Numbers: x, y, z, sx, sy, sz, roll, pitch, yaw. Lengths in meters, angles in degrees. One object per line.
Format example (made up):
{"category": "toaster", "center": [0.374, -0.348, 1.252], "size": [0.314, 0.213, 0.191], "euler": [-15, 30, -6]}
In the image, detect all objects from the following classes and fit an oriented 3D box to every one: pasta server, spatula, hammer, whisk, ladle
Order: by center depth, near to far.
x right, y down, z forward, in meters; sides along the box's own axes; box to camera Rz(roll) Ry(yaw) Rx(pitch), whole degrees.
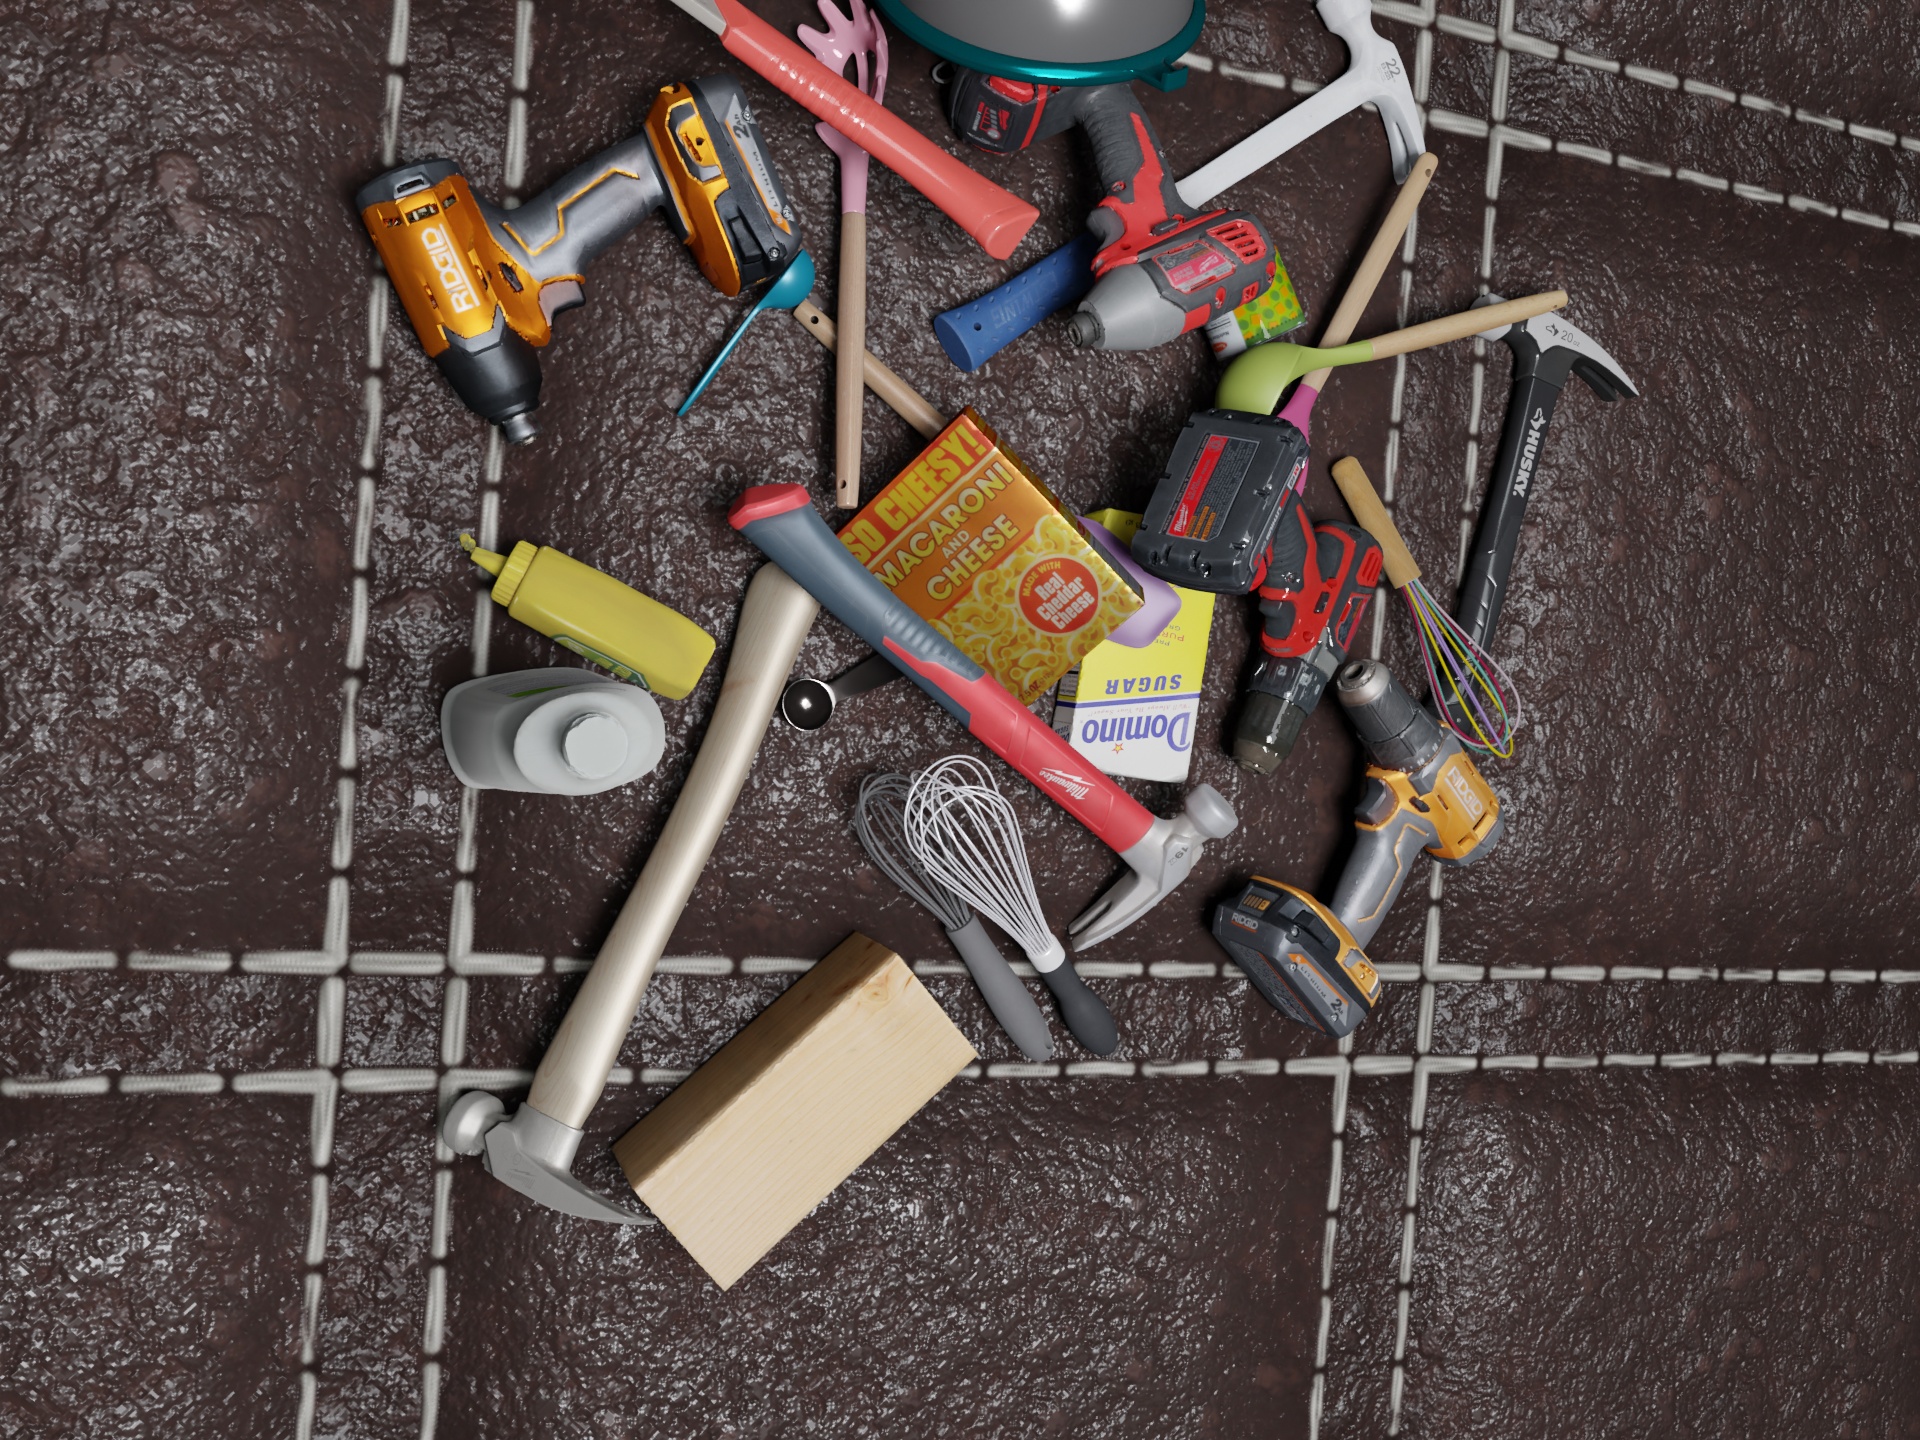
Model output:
{"category": "hammer", "center": [-0.108, -0.391, 0.929], "size": [0.359, 0.036, 0.149], "euler": [32, 37, -14]}
{"category": "hammer", "center": [-0.165, 0.090, 0.957], "size": [0.411, 0.146, 0.038], "euler": [-67, 151, -11]}
{"category": "pasta server", "center": [-0.071, -0.291, 0.993], "size": [0.040, 0.060, 0.316], "euler": [7, 83, -64]}
{"category": "hammer", "center": [-0.002, -0.003, 1.005], "size": [0.386, 0.038, 0.143], "euler": [40, 107, -21]}
{"category": "whisk", "center": [0.042, 0.129, 1.030], "size": [0.070, 0.070, 0.284], "euler": [-42, 125, -14]}
{"category": "spatula", "center": [0.014, -0.160, 1.032], "size": [0.316, 0.018, 0.060], "euler": [41, 95, -8]}
{"category": "whisk", "center": [0.000, 0.133, 1.054], "size": [0.055, 0.055, 0.238], "euler": [-36, 109, -15]}
{"category": "hammer", "center": [0.157, -0.354, 1.091], "size": [0.405, 0.035, 0.144], "euler": [-36, 104, -15]}
{"category": "ladle", "center": [0.310, -0.254, 1.109], "size": [0.320, 0.078, 0.062], "euler": [-19, 67, -23]}
{"category": "whisk", "center": [0.335, -0.081, 1.150], "size": [0.047, 0.051, 0.245], "euler": [-27, 87, -22]}
{"category": "hammer", "center": [0.410, -0.139, 1.196], "size": [0.146, 0.035, 0.335], "euler": [17, 87, -20]}

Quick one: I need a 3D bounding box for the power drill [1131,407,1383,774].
{"category": "power drill", "center": [0.199, -0.080, 1.056], "size": [0.226, 0.080, 0.188], "euler": [37, 74, -51]}

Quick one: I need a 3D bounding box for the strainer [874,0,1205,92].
{"category": "strainer", "center": [-0.011, -0.489, 0.947], "size": [0.340, 0.095, 0.211], "euler": [10, 52, -2]}

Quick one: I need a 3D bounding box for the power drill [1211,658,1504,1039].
{"category": "power drill", "center": [0.276, 0.085, 1.121], "size": [0.226, 0.084, 0.185], "euler": [-49, 119, -15]}

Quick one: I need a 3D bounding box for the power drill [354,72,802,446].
{"category": "power drill", "center": [-0.214, -0.270, 0.937], "size": [0.226, 0.084, 0.164], "euler": [-25, 102, -13]}

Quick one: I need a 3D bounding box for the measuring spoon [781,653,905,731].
{"category": "measuring spoon", "center": [-0.063, -0.028, 1.039], "size": [0.124, 0.018, 0.034], "euler": [-27, 95, -24]}

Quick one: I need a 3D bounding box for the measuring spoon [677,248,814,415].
{"category": "measuring spoon", "center": [-0.130, -0.236, 0.987], "size": [0.021, 0.042, 0.128], "euler": [37, 93, -17]}

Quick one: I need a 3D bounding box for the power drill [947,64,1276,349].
{"category": "power drill", "center": [0.088, -0.338, 1.008], "size": [0.143, 0.078, 0.220], "euler": [-29, 82, -16]}

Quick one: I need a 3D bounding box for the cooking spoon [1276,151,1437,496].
{"category": "cooking spoon", "center": [0.259, -0.258, 1.126], "size": [0.068, 0.017, 0.319], "euler": [27, 91, -25]}

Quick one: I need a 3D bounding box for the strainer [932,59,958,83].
{"category": "strainer", "center": [0.086, -0.491, 1.058], "size": [0.258, 0.050, 0.087], "euler": [-37, 88, -12]}
